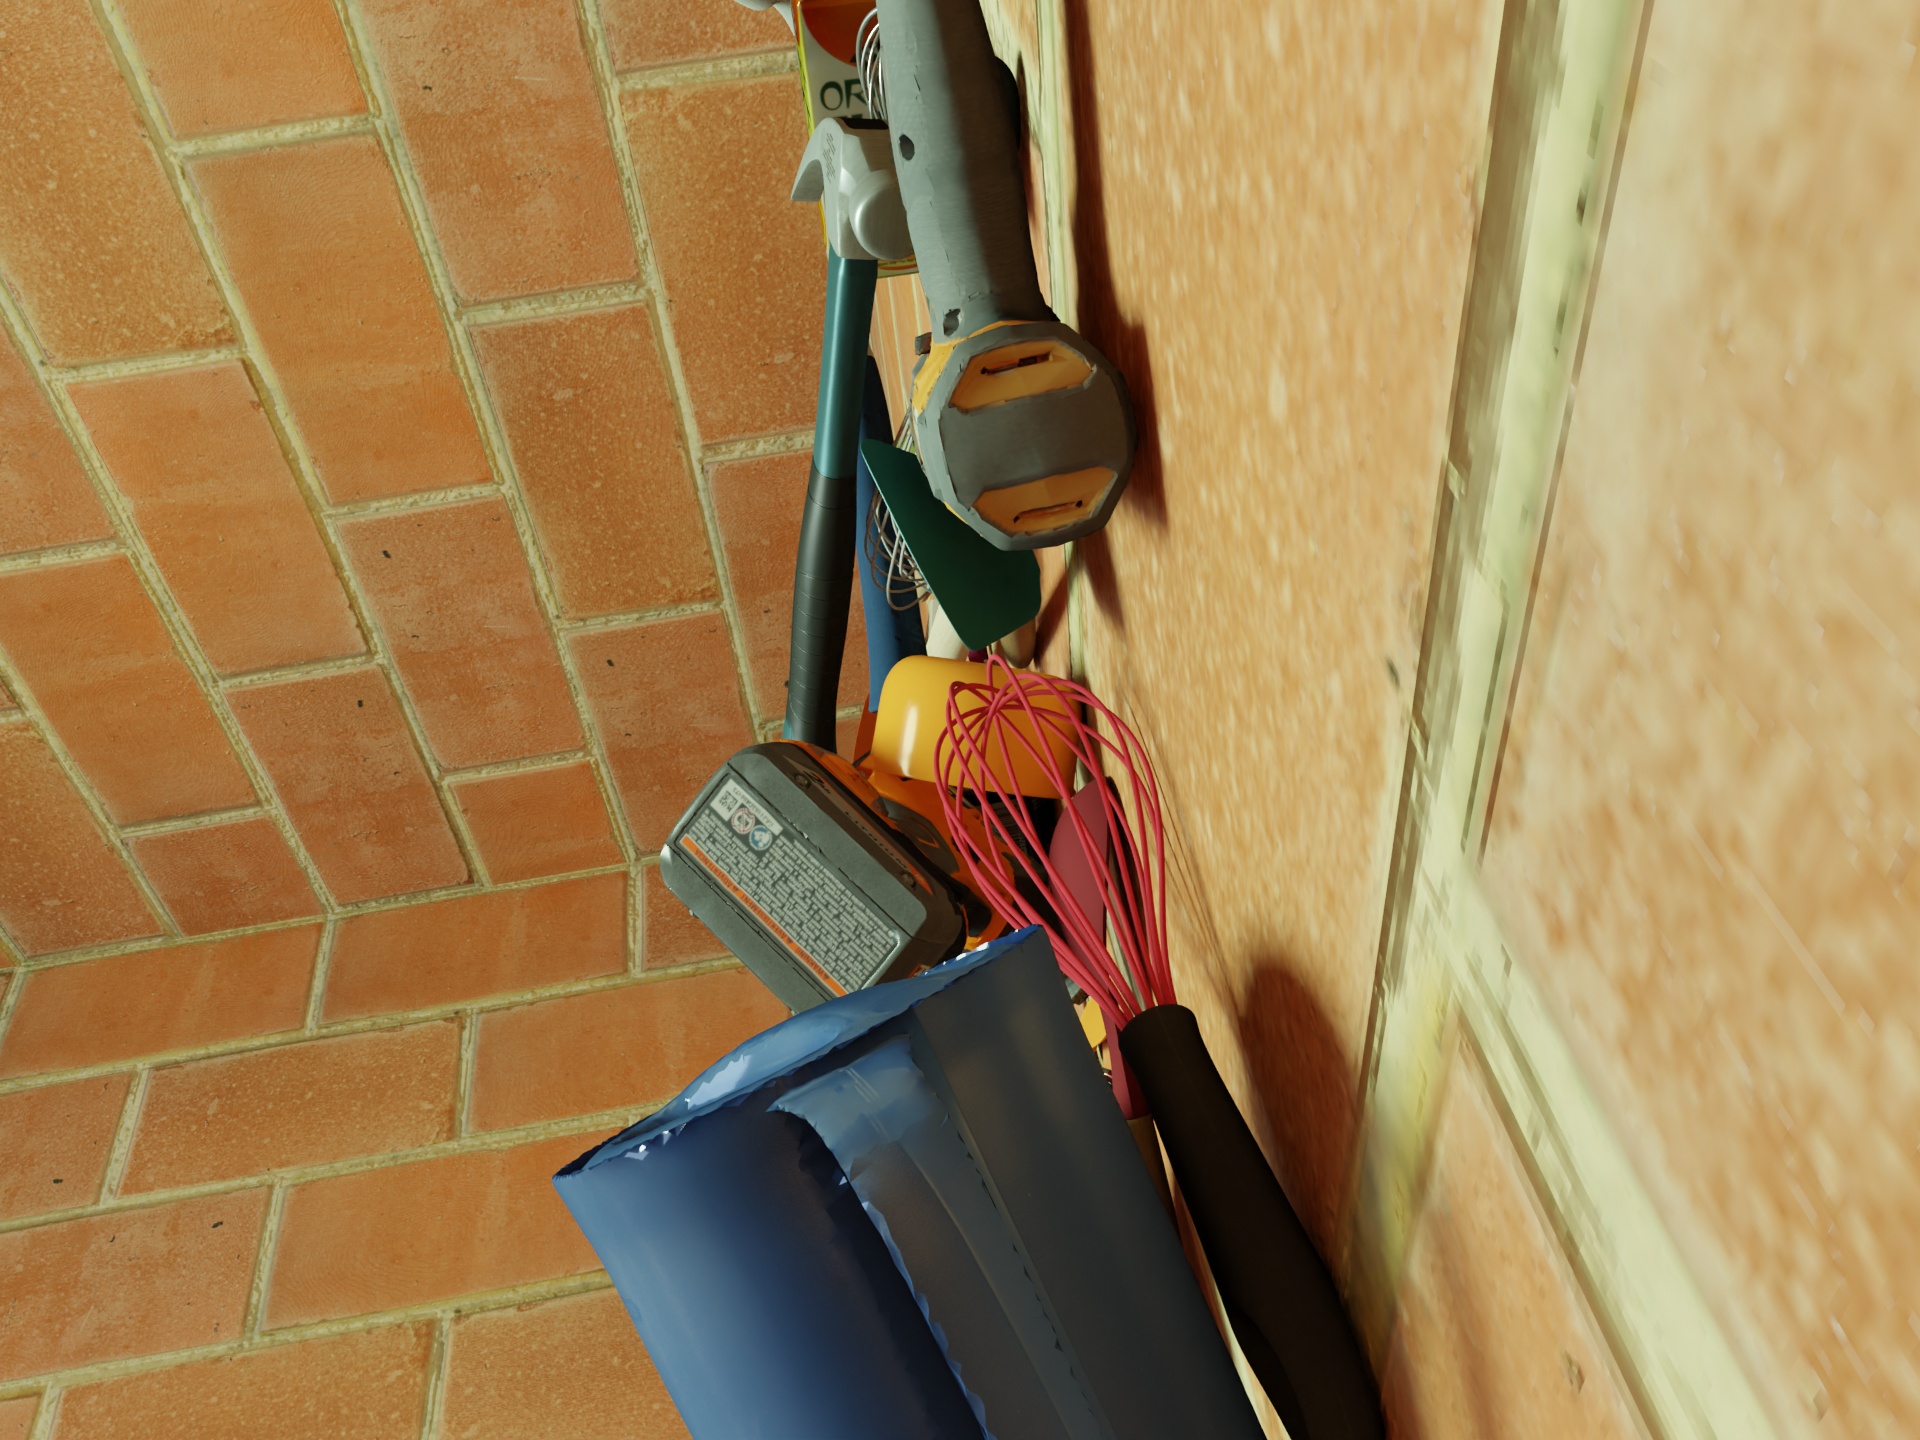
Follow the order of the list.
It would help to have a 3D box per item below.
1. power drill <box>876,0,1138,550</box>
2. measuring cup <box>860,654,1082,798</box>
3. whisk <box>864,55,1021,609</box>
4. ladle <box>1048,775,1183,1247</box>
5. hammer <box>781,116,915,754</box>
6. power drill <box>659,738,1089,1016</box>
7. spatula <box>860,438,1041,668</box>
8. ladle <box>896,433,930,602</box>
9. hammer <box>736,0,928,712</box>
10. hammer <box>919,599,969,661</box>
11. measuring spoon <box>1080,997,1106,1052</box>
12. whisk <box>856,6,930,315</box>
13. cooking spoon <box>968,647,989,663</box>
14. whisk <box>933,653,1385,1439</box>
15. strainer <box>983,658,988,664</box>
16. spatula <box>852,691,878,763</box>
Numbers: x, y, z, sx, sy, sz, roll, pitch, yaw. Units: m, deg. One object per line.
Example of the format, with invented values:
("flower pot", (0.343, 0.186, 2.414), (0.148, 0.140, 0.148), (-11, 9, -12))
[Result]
("power drill", (-0.003, -0.172, 0.494), (0.185, 0.084, 0.226), (-104, 1, -76))
("measuring cup", (-0.001, -0.002, 0.712), (0.174, 0.095, 0.052), (-157, 76, -77))
("whisk", (-0.003, -0.146, 0.664), (0.284, 0.070, 0.070), (99, 163, -53))
("ladle", (0.073, 0.179, 0.619), (0.069, 0.031, 0.315), (62, -164, -87))
("hammer", (-0.057, -0.102, 0.709), (0.128, 0.033, 0.330), (-109, 22, -47))
("power drill", (-0.021, 0.080, 0.722), (0.164, 0.084, 0.226), (42, -170, 14))
("spatula", (0.012, -0.049, 0.682), (0.082, 0.044, 0.317), (62, 180, 8))
("ladle", (-0.030, -0.122, 1.096), (0.320, 0.062, 0.078), (124, 158, -81))
("hammer", (-0.053, -0.207, 0.869), (0.144, 0.035, 0.405), (-4, -94, -59))
("hammer", (-0.007, -0.058, 0.986), (0.410, 0.038, 0.146), (119, 152, -76))
("measuring spoon", (0.068, 0.150, 0.781), (0.116, 0.011, 0.021), (99, 158, -69))
("whisk", (-0.005, -0.205, 0.722), (0.059, 0.058, 0.246), (-58, -30, -36))
("cooking spoon", (0.021, 0.001, 1.097), (0.068, 0.017, 0.319), (126, 135, -78))
("whisk", (0.051, 0.077, 0.464), (0.296, 0.073, 0.073), (-113, 12, -49))
("strainer", (0.022, 0.089, 1.040), (0.087, 0.050, 0.258), (-82, -10, -82))
("spatula", (-0.008, 0.067, 1.078), (0.322, 0.041, 0.081), (55, -139, -68))
